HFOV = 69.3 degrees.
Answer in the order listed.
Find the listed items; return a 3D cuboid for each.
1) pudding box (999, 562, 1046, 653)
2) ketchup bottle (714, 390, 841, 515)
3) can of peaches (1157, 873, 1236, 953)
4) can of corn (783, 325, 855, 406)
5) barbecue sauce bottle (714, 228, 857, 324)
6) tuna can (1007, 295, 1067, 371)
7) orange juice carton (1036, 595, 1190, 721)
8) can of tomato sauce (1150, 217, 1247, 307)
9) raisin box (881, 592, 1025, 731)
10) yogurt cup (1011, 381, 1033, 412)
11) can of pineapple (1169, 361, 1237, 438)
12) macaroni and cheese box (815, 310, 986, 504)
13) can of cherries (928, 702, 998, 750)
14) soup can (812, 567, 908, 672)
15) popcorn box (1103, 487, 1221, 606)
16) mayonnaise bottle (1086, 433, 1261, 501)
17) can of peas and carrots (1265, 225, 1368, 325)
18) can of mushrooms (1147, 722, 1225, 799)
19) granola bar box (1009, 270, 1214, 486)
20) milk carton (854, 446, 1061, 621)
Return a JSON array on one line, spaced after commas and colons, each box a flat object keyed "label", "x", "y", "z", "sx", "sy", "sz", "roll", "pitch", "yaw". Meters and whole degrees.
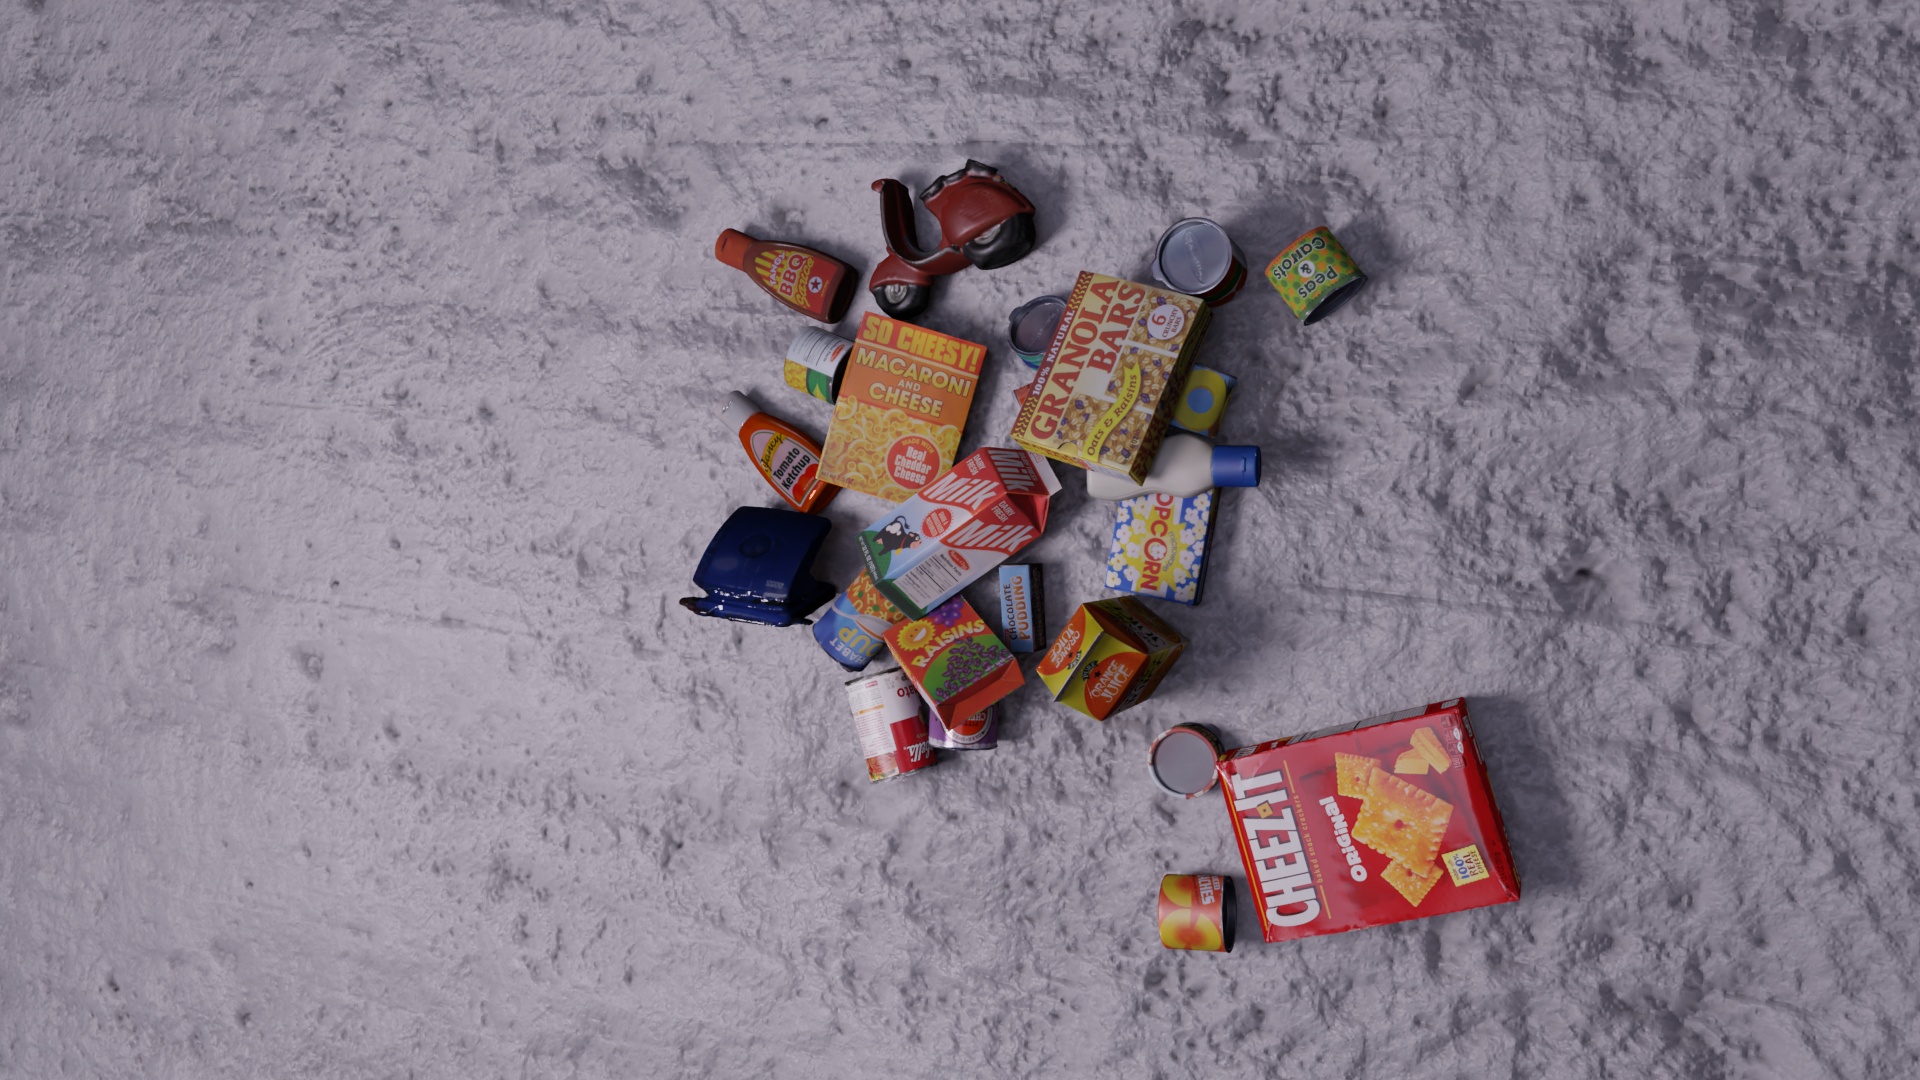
[{"label": "pudding box", "x": 0.059, "y": 0.063, "z": 1.301, "sx": 0.030, "sy": 0.050, "sz": 0.083, "roll": -3, "pitch": 89, "yaw": 20}, {"label": "ketchup bottle", "x": -0.185, "y": -0.093, "z": 1.398, "sx": 0.149, "sy": 0.043, "sz": 0.064, "roll": 42, "pitch": 102, "yaw": 17}, {"label": "can of peaches", "x": 0.210, "y": 0.328, "z": 1.232, "sx": 0.058, "sy": 0.071, "sz": 0.071, "roll": -4, "pitch": 89, "yaw": 22}, {"label": "can of corn", "x": -0.132, "y": -0.170, "z": 1.368, "sx": 0.058, "sy": 0.071, "sz": 0.071, "roll": 24, "pitch": 99, "yaw": 20}, {"label": "barbecue sauce bottle", "x": -0.178, "y": -0.272, "z": 1.396, "sx": 0.149, "sy": 0.044, "sz": 0.064, "roll": 26, "pitch": 100, "yaw": 20}, {"label": "tuna can", "x": 0.078, "y": -0.192, "z": 1.290, "sx": 0.071, "sy": 0.032, "sz": 0.071, "roll": -14, "pitch": 58, "yaw": 24}, {"label": "orange juice carton", "x": 0.129, "y": 0.100, "z": 1.197, "sx": 0.073, "sy": 0.193, "sz": 0.071, "roll": 38, "pitch": 104, "yaw": 18}, {"label": "can of tomato sauce", "x": 0.212, "y": -0.242, "z": 1.224, "sx": 0.071, "sy": 0.083, "sz": 0.071, "roll": 0, "pitch": 90, "yaw": 21}, {"label": "raisin box", "x": -0.008, "y": 0.108, "z": 1.283, "sx": 0.086, "sy": 0.040, "sz": 0.124, "roll": -31, "pitch": 39, "yaw": -10}, {"label": "yogurt cup", "x": 0.086, "y": -0.122, "z": 1.284, "sx": 0.054, "sy": 0.072, "sz": 0.072, "roll": -30, "pitch": 80, "yaw": 11}, {"label": "can of pineapple", "x": 0.207, "y": -0.127, "z": 1.236, "sx": 0.071, "sy": 0.071, "sz": 0.057, "roll": 21, "pitch": 98, "yaw": 20}, {"label": "macaroni and cheese box", "x": -0.056, "y": -0.123, "z": 1.330, "sx": 0.124, "sy": 0.040, "sz": 0.166, "roll": 17, "pitch": 96, "yaw": -2}, {"label": "can of cherries", "x": 0.004, "y": 0.165, "z": 1.310, "sx": 0.071, "sy": 0.071, "sz": 0.058, "roll": 3, "pitch": 91, "yaw": 21}, {"label": "soup can", "x": -0.092, "y": 0.077, "z": 1.348, "sx": 0.071, "sy": 0.071, "sz": 0.083, "roll": 46, "pitch": 105, "yaw": 15}, {"label": "popcorn box", "x": 0.185, "y": -0.010, "z": 1.258, "sx": 0.085, "sy": 0.038, "sz": 0.126, "roll": 11, "pitch": 94, "yaw": 22}, {"label": "mayonnaise bottle", "x": 0.186, "y": -0.065, "z": 1.215, "sx": 0.148, "sy": 0.041, "sz": 0.064, "roll": 2, "pitch": 89, "yaw": 20}, {"label": "can of peas and carrots", "x": 0.305, "y": -0.228, "z": 1.195, "sx": 0.071, "sy": 0.071, "sz": 0.059, "roll": -38, "pitch": 77, "yaw": 17}, {"label": "can of mushrooms", "x": 0.205, "y": 0.197, "z": 1.253, "sx": 0.071, "sy": 0.033, "sz": 0.071, "roll": 0, "pitch": 90, "yaw": 22}, {"label": "granola bar box", "x": 0.131, "y": -0.144, "z": 1.209, "sx": 0.124, "sy": 0.039, "sz": 0.165, "roll": 20, "pitch": 84, "yaw": 31}, {"label": "milk carton", "x": 0.005, "y": -0.016, "z": 1.289, "sx": 0.190, "sy": 0.073, "sz": 0.072, "roll": -34, "pitch": 44, "yaw": 9}]
